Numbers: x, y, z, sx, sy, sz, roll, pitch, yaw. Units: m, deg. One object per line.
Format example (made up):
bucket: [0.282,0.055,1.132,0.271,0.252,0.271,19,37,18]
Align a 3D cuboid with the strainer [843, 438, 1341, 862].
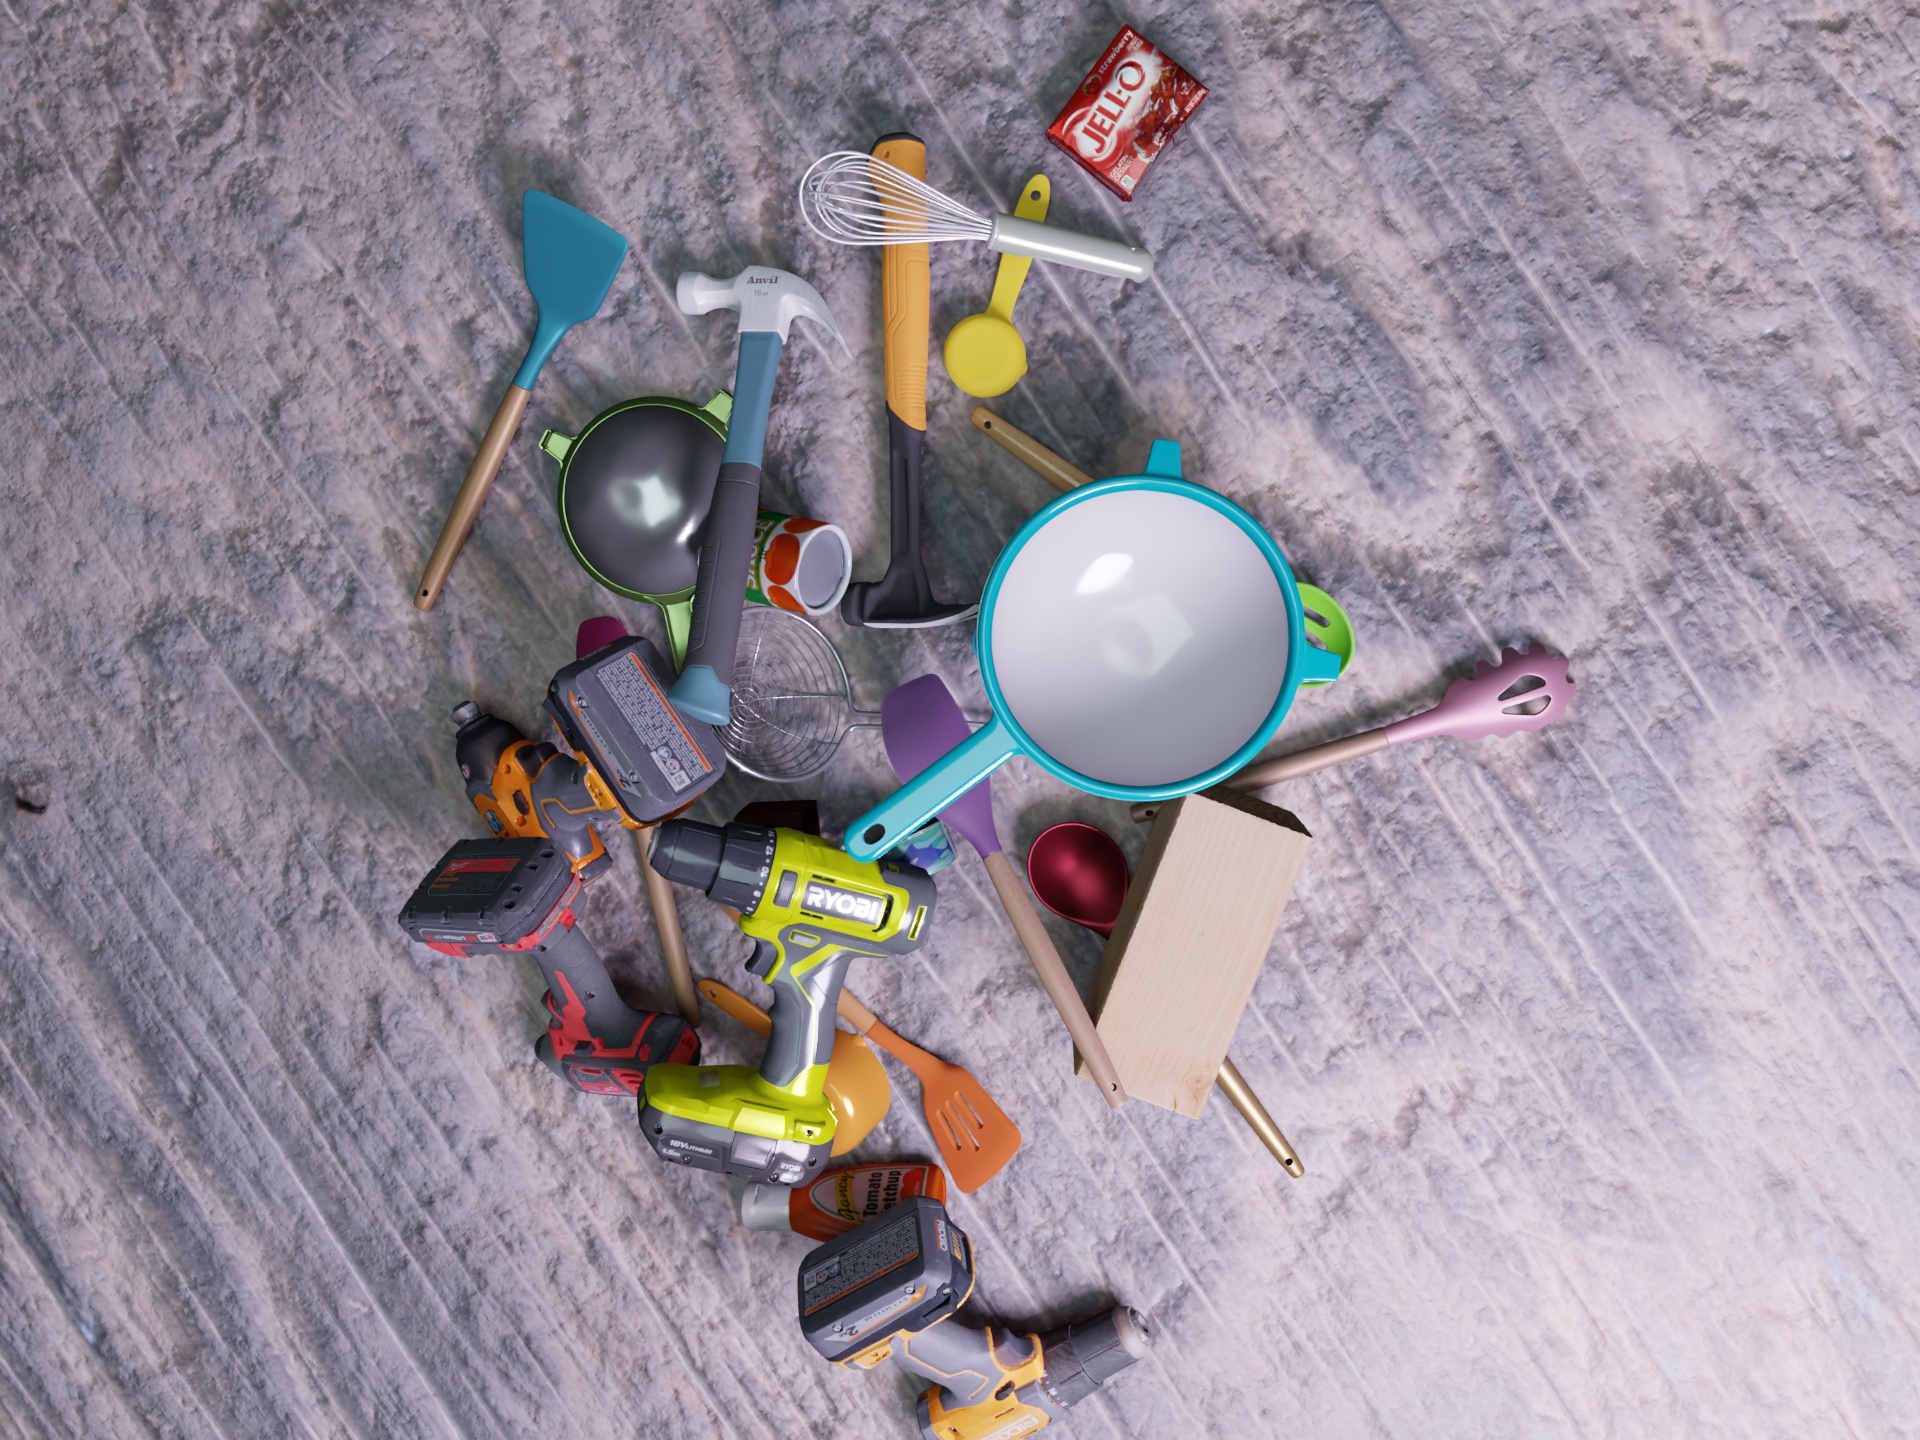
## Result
strainer: [0.066,-0.014,1.063,0.340,0.095,0.211,-37,87,2]

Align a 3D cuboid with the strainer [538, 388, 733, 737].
strainer: [-0.215,-0.105,1.137,0.151,0.069,0.256,-11,94,9]

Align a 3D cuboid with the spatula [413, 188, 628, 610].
spatula: [-0.334,-0.220,1.153,0.082,0.044,0.317,28,101,0]

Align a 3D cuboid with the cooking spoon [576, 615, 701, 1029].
cooking spoon: [-0.235,0.079,1.183,0.069,0.017,0.319,-7,100,32]

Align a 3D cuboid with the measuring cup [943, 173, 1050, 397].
measuring cup: [0.031,-0.300,1.097,0.062,0.029,0.156,19,102,5]

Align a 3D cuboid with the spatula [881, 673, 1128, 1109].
spatula: [0.031,0.114,1.062,0.060,0.018,0.316,-26,79,-9]

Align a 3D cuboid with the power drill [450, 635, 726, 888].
power drill: [-0.276,0.027,1.117,0.226,0.084,0.164,-32,93,46]

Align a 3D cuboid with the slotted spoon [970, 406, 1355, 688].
slotted spoon: [0.138,-0.127,1.107,0.314,0.031,0.070,35,111,4]

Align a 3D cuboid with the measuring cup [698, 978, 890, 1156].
measuring cup: [-0.136,0.252,1.171,0.174,0.052,0.095,33,122,11]

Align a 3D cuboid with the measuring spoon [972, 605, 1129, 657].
measuring spoon: [0.070,-0.071,1.132,0.128,0.021,0.042,-21,93,1]

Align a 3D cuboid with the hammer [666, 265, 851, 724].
hammer: [-0.152,-0.157,1.072,0.128,0.033,0.331,3,73,13]

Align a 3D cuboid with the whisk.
whisk: [0.014,-0.327,1.058,0.246,0.058,0.059,9,117,-14]

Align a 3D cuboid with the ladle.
ladle: [0.154,0.203,1.147,0.069,0.031,0.315,-36,93,10]

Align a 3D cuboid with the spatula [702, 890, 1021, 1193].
spatula: [-0.088,0.215,1.174,0.322,0.041,0.081,41,122,3]

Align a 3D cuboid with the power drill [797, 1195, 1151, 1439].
power drill: [0.014,0.434,1.136,0.185,0.084,0.226,-32,121,12]

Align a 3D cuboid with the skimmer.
skimmer: [-0.002,-0.004,1.110,0.363,0.090,0.127,6,69,5]

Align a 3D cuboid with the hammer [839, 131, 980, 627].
hammer: [-0.032,-0.233,1.095,0.127,0.034,0.337,2,94,39]

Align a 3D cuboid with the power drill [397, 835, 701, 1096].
power drill: [-0.293,0.187,1.143,0.143,0.079,0.219,-5,129,33]

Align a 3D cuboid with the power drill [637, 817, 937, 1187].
power drill: [-0.138,0.181,1.066,0.190,0.080,0.228,16,97,-15]

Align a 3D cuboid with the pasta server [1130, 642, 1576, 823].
pasta server: [0.270,0.019,1.109,0.316,0.040,0.060,-19,94,14]
